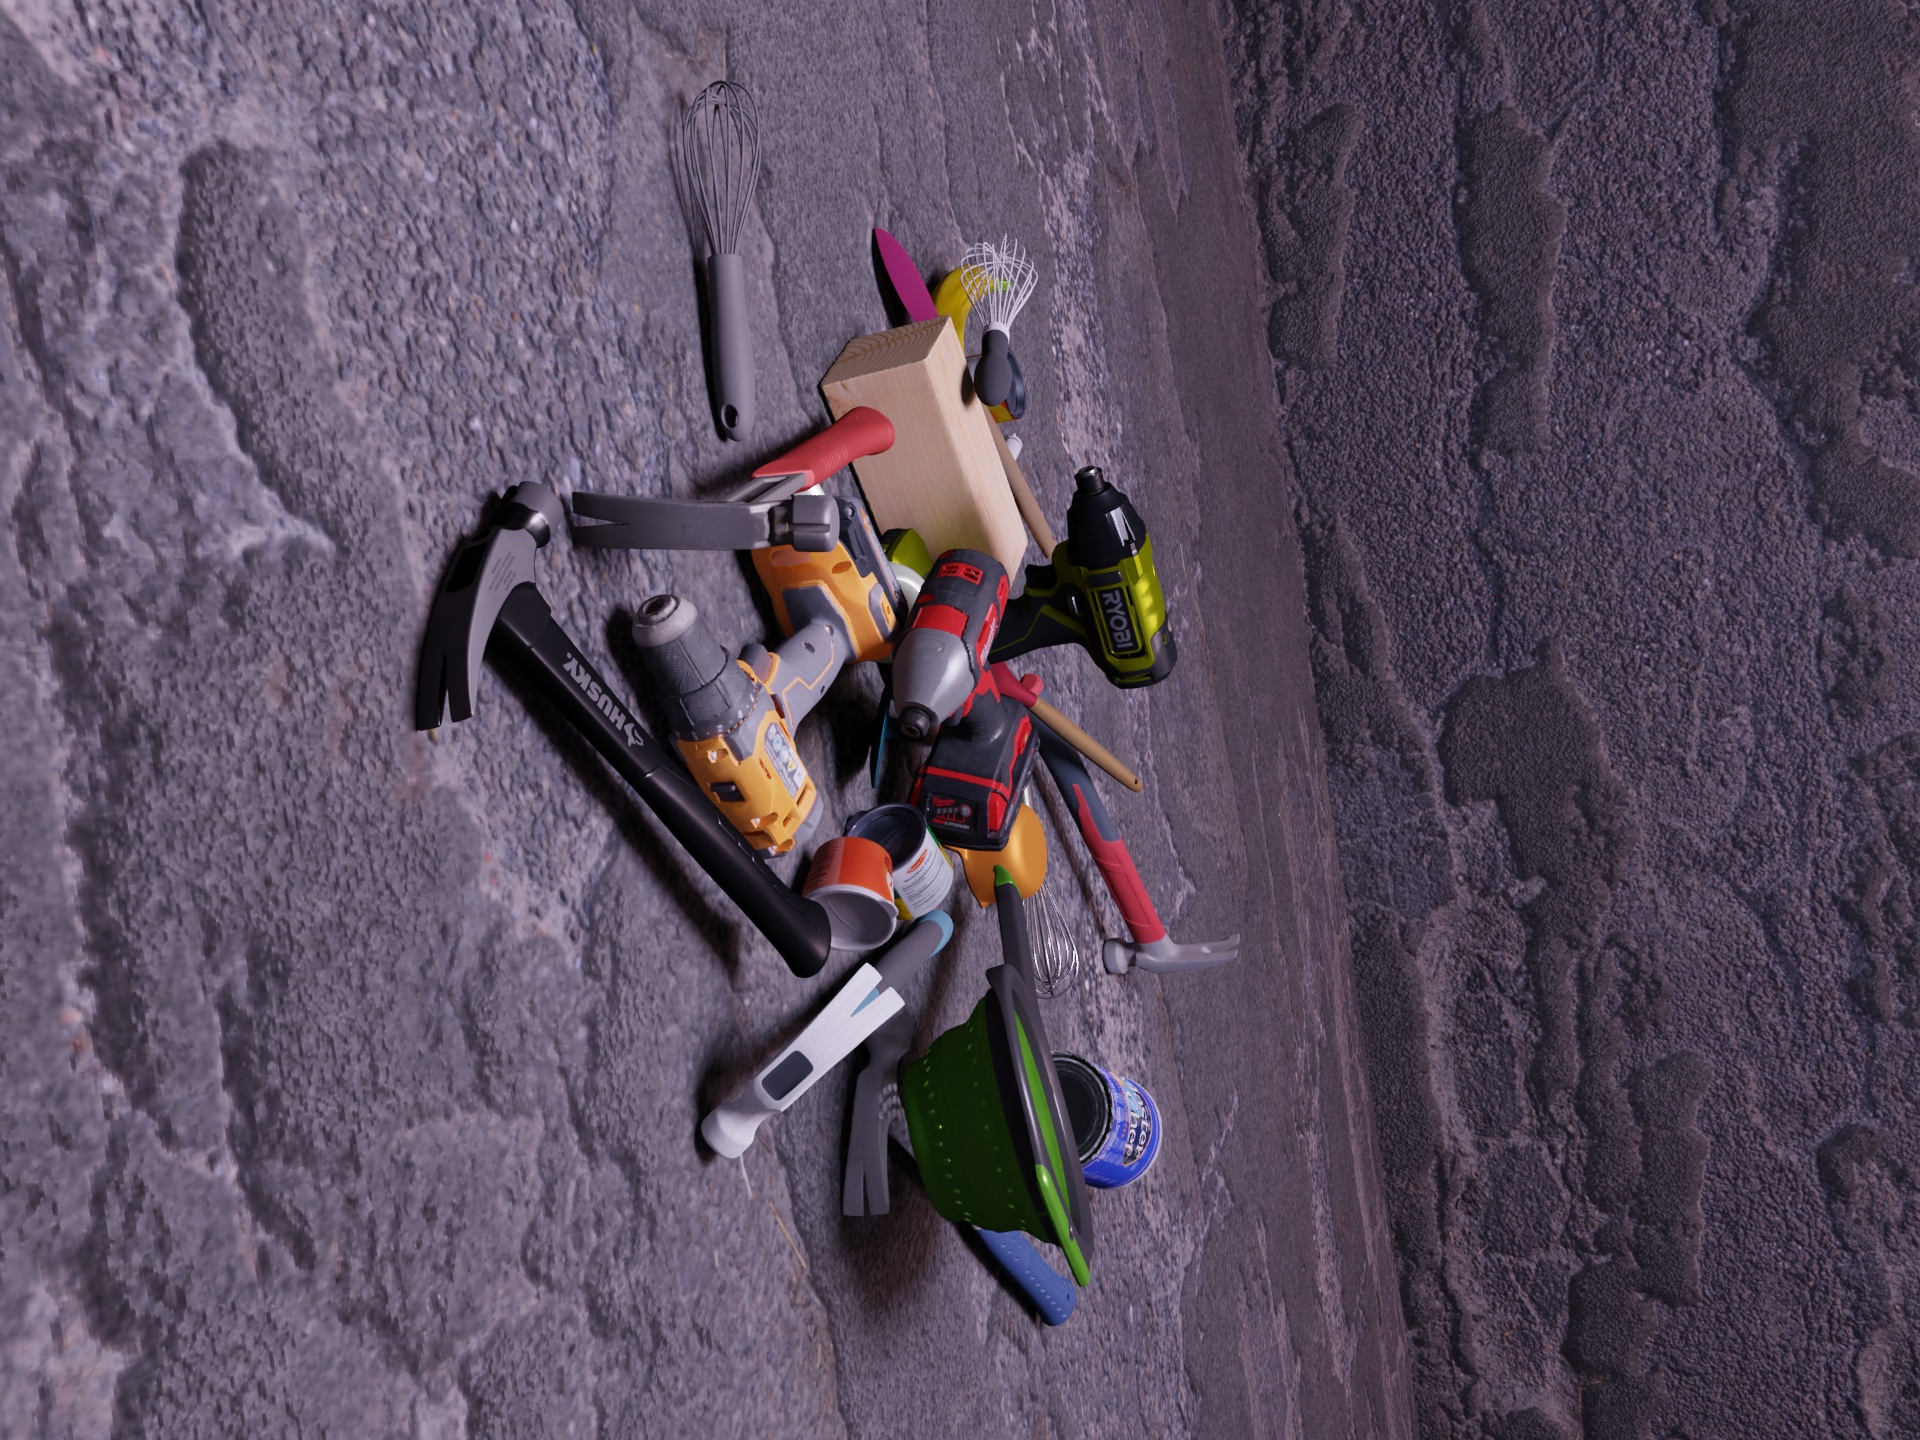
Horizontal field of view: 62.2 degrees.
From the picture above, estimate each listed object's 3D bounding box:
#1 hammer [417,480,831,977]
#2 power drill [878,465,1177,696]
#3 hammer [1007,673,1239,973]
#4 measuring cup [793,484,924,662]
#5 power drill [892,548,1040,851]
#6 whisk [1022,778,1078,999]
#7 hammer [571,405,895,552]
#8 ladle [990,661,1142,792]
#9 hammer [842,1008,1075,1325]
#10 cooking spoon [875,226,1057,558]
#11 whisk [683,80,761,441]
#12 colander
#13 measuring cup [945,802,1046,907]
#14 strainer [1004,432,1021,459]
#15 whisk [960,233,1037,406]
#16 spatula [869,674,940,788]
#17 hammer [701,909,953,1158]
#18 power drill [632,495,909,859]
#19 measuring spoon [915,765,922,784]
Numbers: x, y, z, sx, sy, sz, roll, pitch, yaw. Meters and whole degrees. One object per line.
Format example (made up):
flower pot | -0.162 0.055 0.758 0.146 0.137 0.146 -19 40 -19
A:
hammer | -0.167 0.038 0.874 0.334 0.035 0.146 55 34 -36
power drill | 0.040 -0.099 1.220 0.080 0.223 0.171 -63 139 -55
hammer | 0.150 0.108 1.559 0.385 0.143 0.038 62 31 -32
measuring cup | -0.077 -0.115 1.151 0.167 0.083 0.038 59 -15 -20
power drill | -0.002 -0.004 1.140 0.219 0.078 0.143 79 27 -54
whisk | 0.064 0.129 1.442 0.057 0.059 0.246 45 36 -74
hammer | -0.115 -0.162 1.031 0.359 0.149 0.036 -62 154 -69
ladle | 0.077 -0.005 1.427 0.315 0.031 0.069 36 63 -41
hammer | 0.009 0.384 1.233 0.405 0.035 0.144 59 31 -44
cooking spoon | 0.006 -0.279 1.346 0.319 0.017 0.068 63 21 4
whisk | -0.153 -0.305 1.053 0.055 0.055 0.239 -7 94 -68
colander | 0.014 0.237 1.159 0.397 0.094 0.204 -97 168 -61
measuring cup | 0.026 0.102 1.344 0.173 0.052 0.095 36 50 -63
strainer | 0.030 -0.222 1.484 0.259 0.050 0.086 -68 150 -60
whisk | 0.031 -0.333 1.327 0.285 0.070 0.070 -87 158 -52
spatula | -0.018 0.013 1.280 0.317 0.044 0.082 8 91 -69
hammer | -0.063 0.184 1.064 0.033 0.128 0.331 47 15 4
power drill | -0.121 -0.052 1.009 0.185 0.084 0.226 64 33 -37
measuring spoon | -0.034 0.089 1.257 0.042 0.021 0.129 34 38 -32
